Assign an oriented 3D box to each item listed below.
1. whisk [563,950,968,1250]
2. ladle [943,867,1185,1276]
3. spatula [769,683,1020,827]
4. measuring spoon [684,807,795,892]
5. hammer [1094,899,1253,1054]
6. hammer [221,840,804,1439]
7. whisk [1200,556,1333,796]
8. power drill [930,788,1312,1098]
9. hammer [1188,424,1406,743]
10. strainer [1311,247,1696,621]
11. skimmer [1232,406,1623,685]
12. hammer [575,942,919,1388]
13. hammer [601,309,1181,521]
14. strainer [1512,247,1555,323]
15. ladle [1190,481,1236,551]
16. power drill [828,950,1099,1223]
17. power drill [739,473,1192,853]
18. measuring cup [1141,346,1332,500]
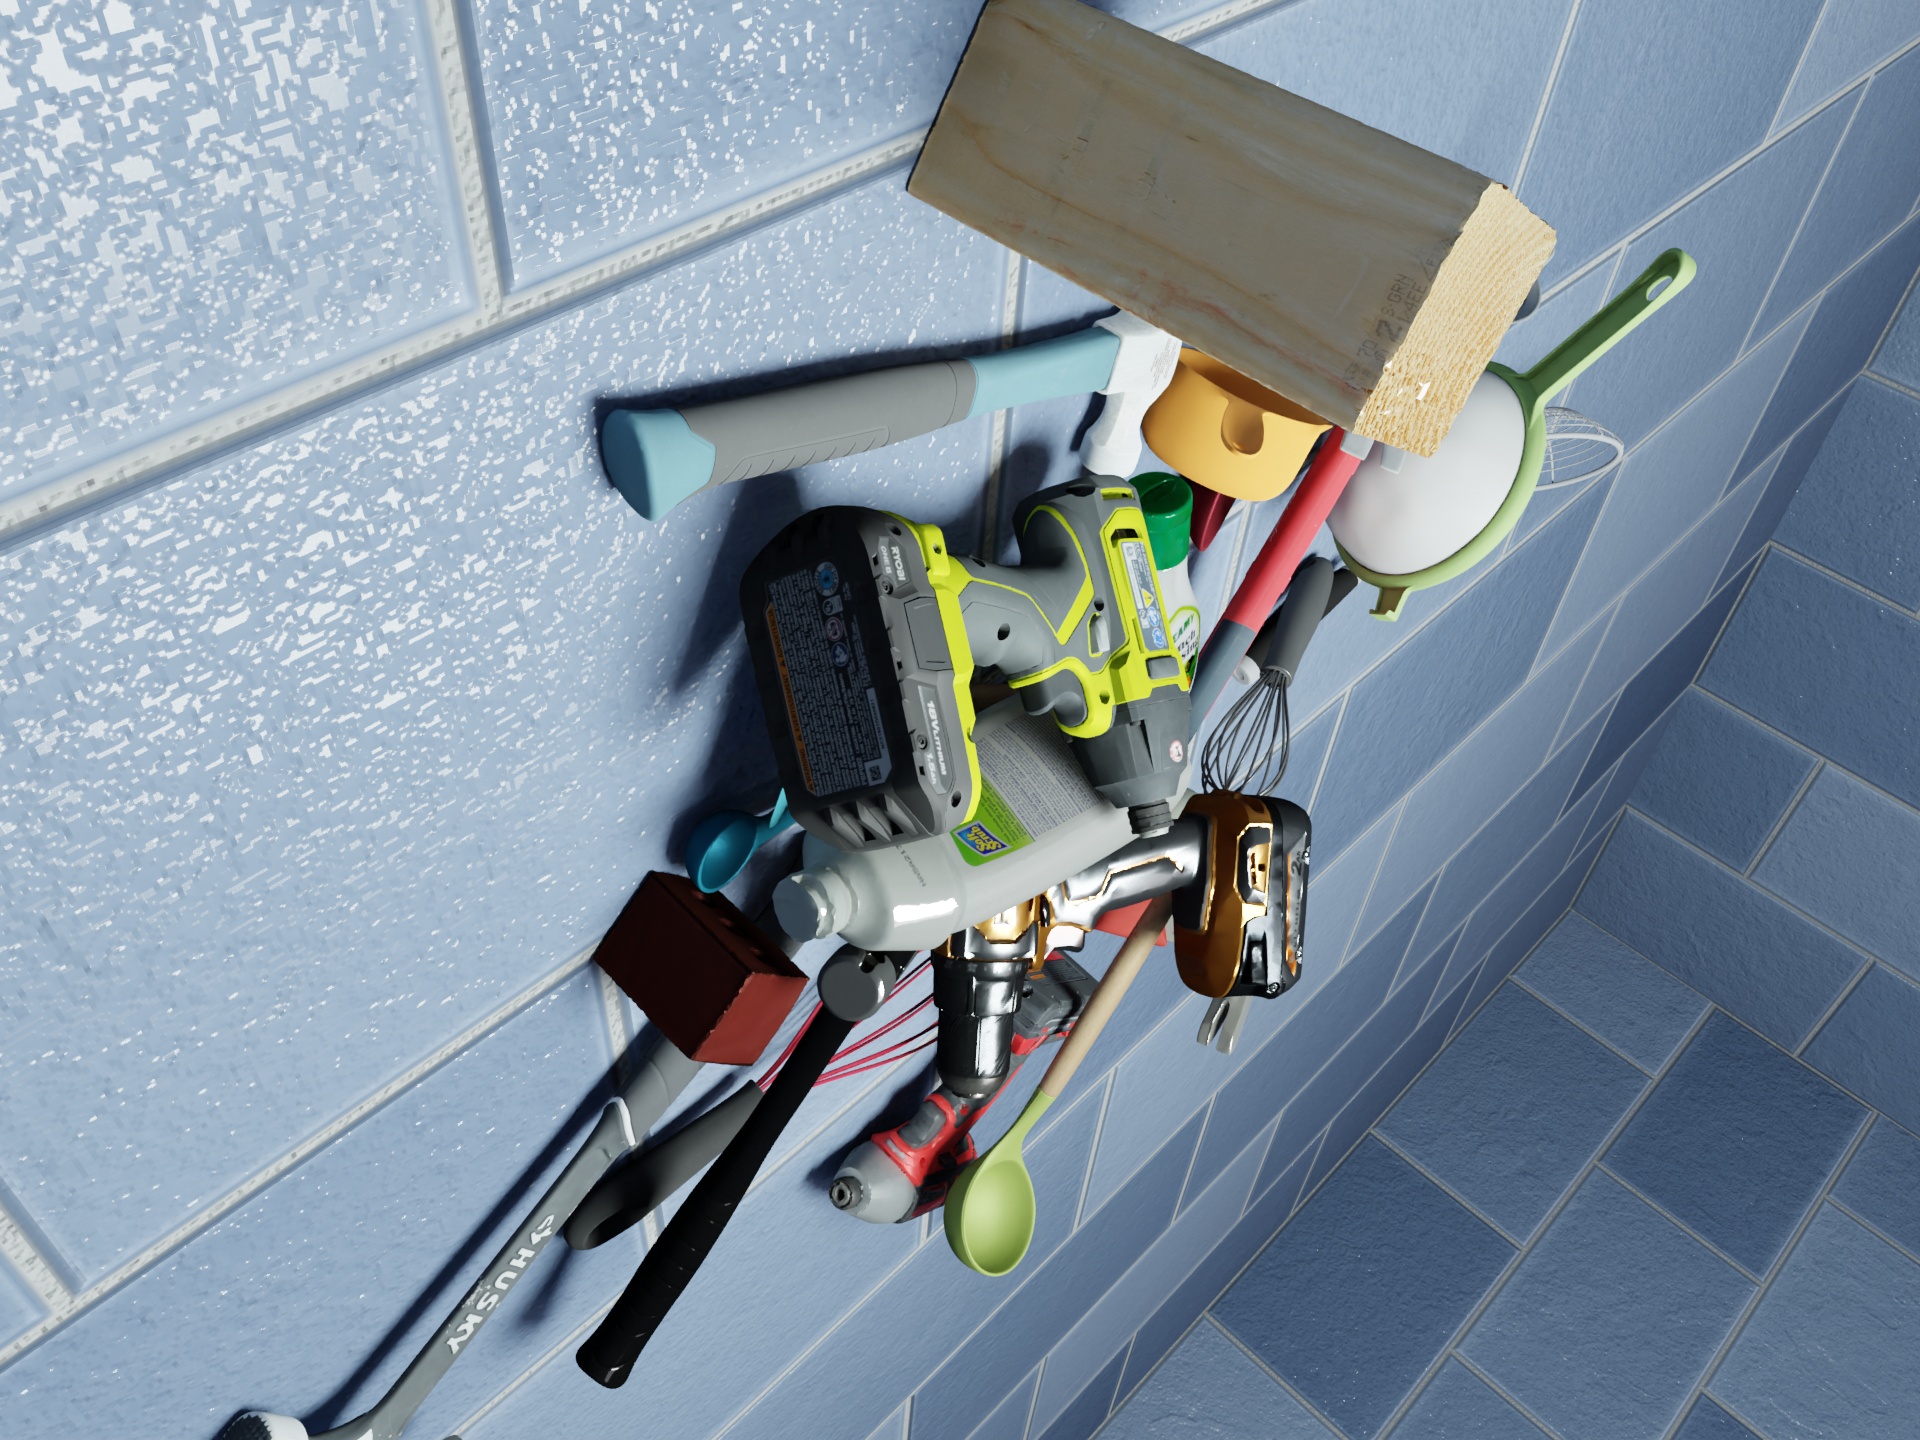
[{"bbox_3d":[-0.097,0.203,0.906,0.296,0.073,0.073,-34,148,-21],"label":"whisk"},{"bbox_3d":[0.078,0.229,1.036,0.078,0.062,0.320,7,118,-49],"label":"ladle"},{"bbox_3d":[-0.001,-0.003,0.826,0.317,0.044,0.082,-4,121,-57],"label":"spatula"},{"bbox_3d":[-0.091,0.041,0.772,0.128,0.021,0.042,-36,148,-48],"label":"measuring spoon"},{"bbox_3d":[0.112,0.139,1.084,0.358,0.037,0.149,21,85,-49],"label":"hammer"},{"bbox_3d":[-0.179,0.221,0.802,0.409,0.036,0.149,-51,143,-9],"label":"hammer"},{"bbox_3d":[0.213,-0.031,1.064,0.055,0.055,0.239,90,23,-49],"label":"whisk"},{"bbox_3d":[0.085,0.122,0.918,0.226,0.084,0.185,4,91,-23],"label":"power drill"},{"bbox_3d":[0.165,-0.050,0.949,0.143,0.038,0.386,-66,180,-48],"label":"hammer"},{"bbox_3d":[0.296,-0.186,0.916,0.069,0.152,0.256,21,133,-32],"label":"strainer"},{"bbox_3d":[0.347,-0.121,1.183,0.363,0.090,0.127,-40,-178,-19],"label":"skimmer"},{"bbox_3d":[-0.109,0.221,0.819,0.334,0.035,0.146,-57,176,19],"label":"hammer"},{"bbox_3d":[-0.010,-0.135,0.668,0.331,0.033,0.128,-24,142,-44],"label":"hammer"},{"bbox_3d":[0.254,-0.249,0.927,0.258,0.087,0.050,-17,155,-34],"label":"strainer"},{"bbox_3d":[0.231,-0.211,0.967,0.315,0.031,0.069,-44,160,-22],"label":"ladle"},{"bbox_3d":[-0.003,0.252,1.091,0.219,0.079,0.143,-58,152,14],"label":"power drill"},{"bbox_3d":[0.021,-0.019,0.697,0.223,0.080,0.171,-10,85,-50],"label":"power drill"},{"bbox_3d":[0.130,-0.134,0.784,0.174,0.095,0.052,-65,180,-64],"label":"measuring cup"}]
